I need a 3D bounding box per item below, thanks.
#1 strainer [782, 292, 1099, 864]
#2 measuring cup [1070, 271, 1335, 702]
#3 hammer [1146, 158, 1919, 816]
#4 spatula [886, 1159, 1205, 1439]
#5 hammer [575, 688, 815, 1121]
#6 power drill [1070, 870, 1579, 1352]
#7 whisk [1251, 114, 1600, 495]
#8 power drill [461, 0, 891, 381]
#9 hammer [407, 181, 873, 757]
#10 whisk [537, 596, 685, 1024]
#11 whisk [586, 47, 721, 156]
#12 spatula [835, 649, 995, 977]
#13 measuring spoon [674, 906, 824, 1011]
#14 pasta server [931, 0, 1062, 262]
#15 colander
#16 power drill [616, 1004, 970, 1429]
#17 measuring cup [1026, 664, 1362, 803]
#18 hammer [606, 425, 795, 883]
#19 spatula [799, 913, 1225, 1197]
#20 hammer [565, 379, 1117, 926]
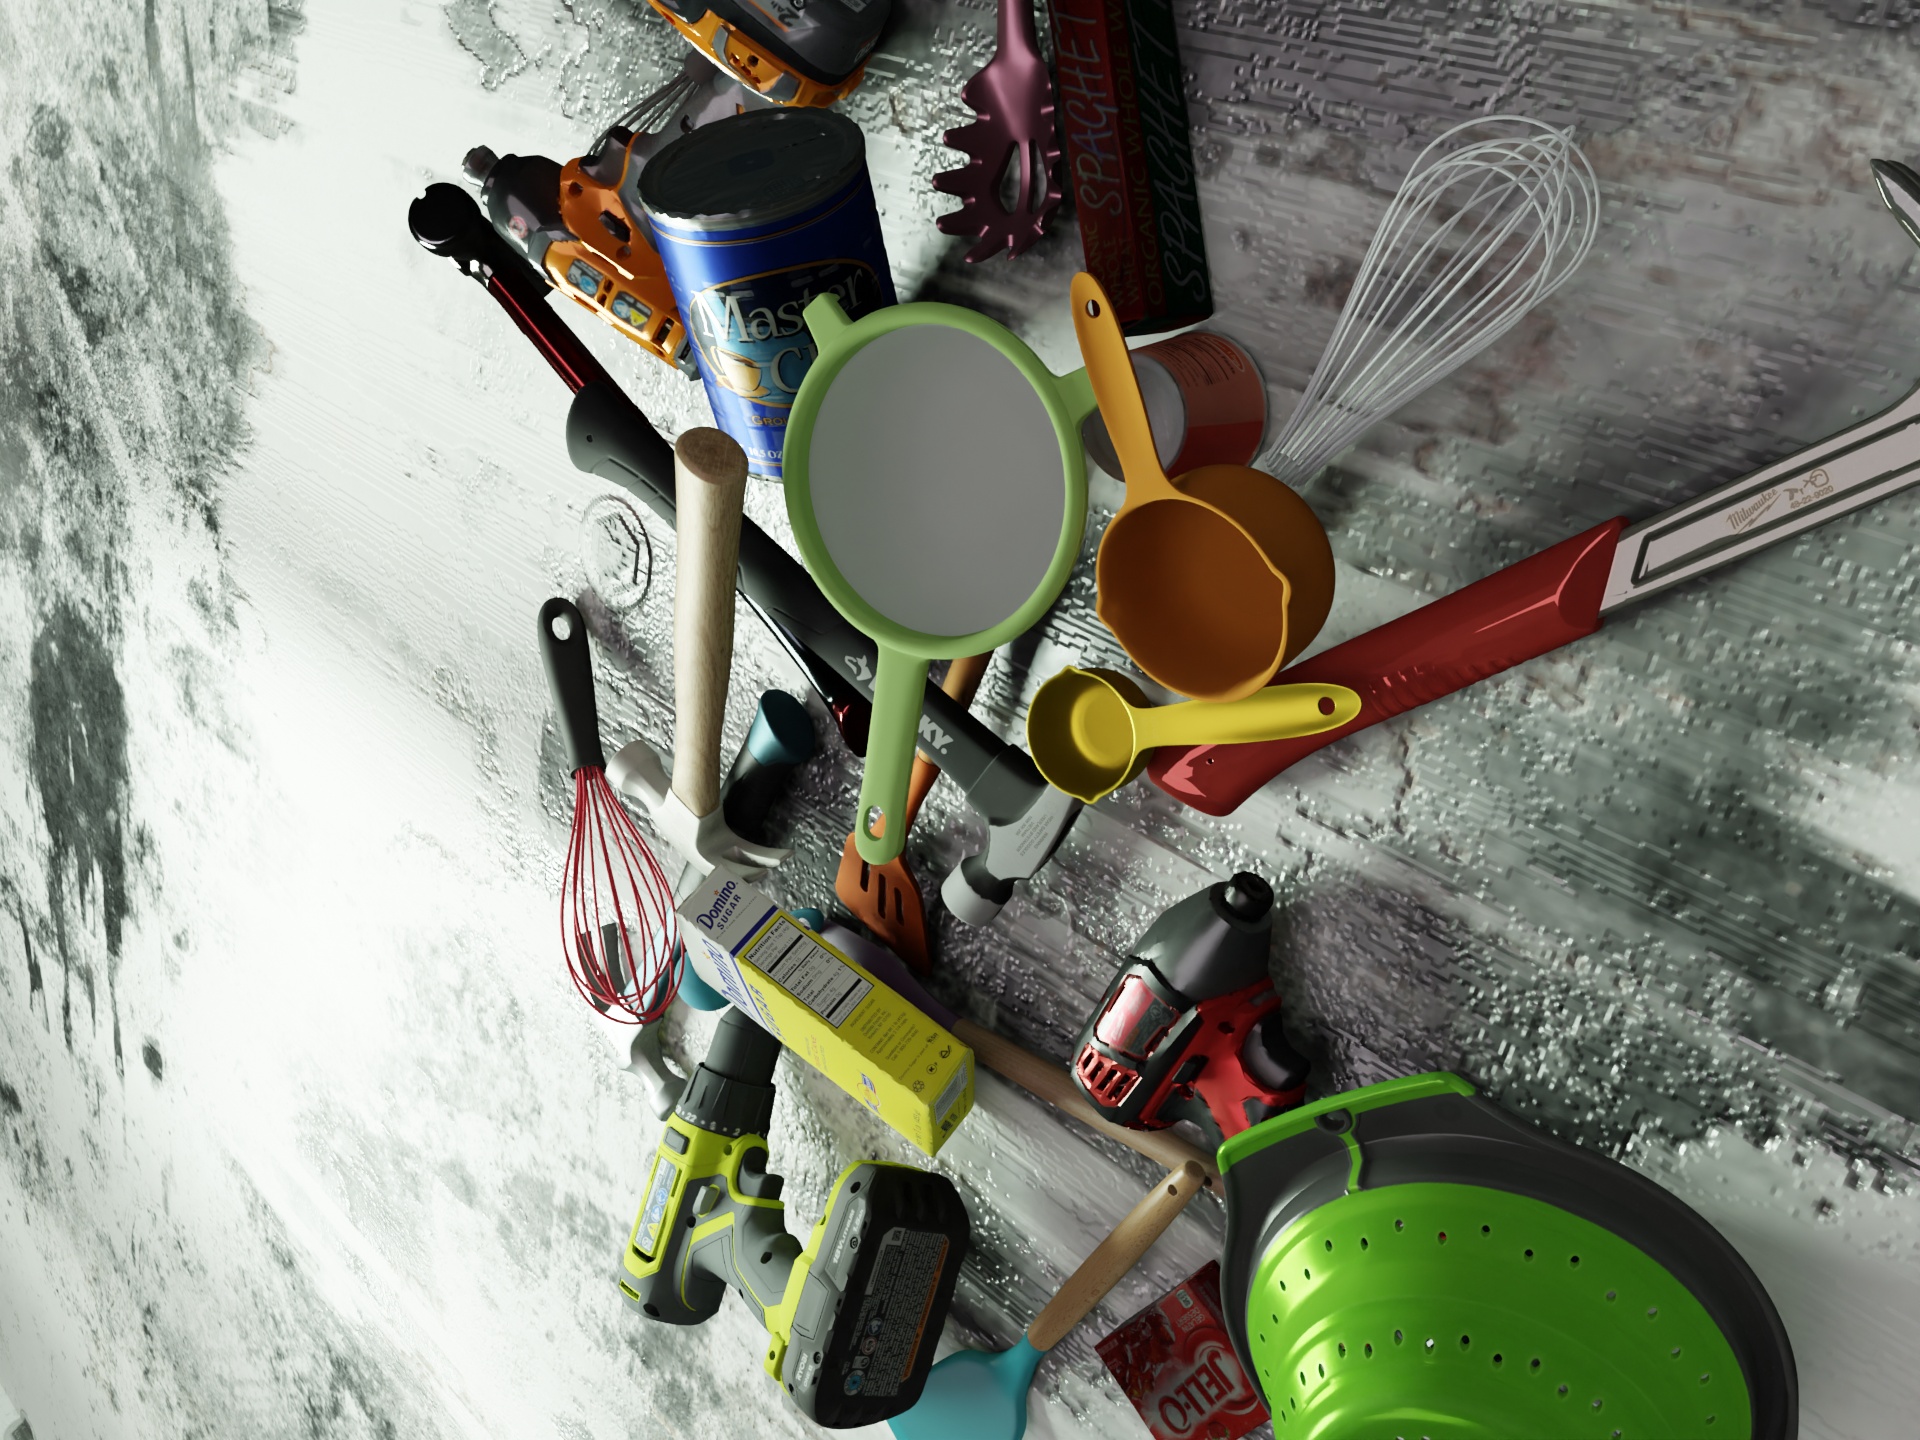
[{"bbox_3d":[-0.008,-0.058,0.716,0.151,0.069,0.256,20,114,26],"label":"strainer"},{"bbox_3d":[0.089,-0.095,0.617,0.095,0.052,0.173,-7,109,48],"label":"measuring cup"},{"bbox_3d":[0.206,-0.049,0.598,0.359,0.036,0.149,-28,82,44],"label":"hammer"},{"bbox_3d":[0.046,0.321,0.839,0.082,0.044,0.317,50,134,25],"label":"spatula"},{"bbox_3d":[-0.164,0.111,0.995,0.128,0.033,0.330,48,129,22],"label":"hammer"},{"bbox_3d":[0.150,0.175,0.689,0.220,0.078,0.143,46,128,28],"label":"power drill"},{"bbox_3d":[0.143,-0.116,0.630,0.070,0.070,0.284,55,137,17],"label":"whisk"},{"bbox_3d":[-0.151,-0.299,0.797,0.164,0.084,0.226,33,130,-8],"label":"power drill"},{"bbox_3d":[-0.160,-0.134,0.896,0.038,0.143,0.386,-41,81,3],"label":"hammer"},{"bbox_3d":[-0.227,0.049,0.987,0.073,0.073,0.296,-42,56,42],"label":"whisk"},{"bbox_3d":[-0.137,-0.341,0.836,0.239,0.055,0.055,-40,74,38],"label":"whisk"},{"bbox_3d":[-0.001,-0.003,0.819,0.081,0.041,0.322,39,121,28],"label":"spatula"},{"bbox_3d":[-0.128,0.143,0.948,0.128,0.021,0.042,-32,98,34],"label":"measuring spoon"},{"bbox_3d":[0.020,-0.361,0.687,0.060,0.040,0.316,7,105,30],"label":"pasta server"},{"bbox_3d":[0.226,0.316,0.568,0.204,0.094,0.397,-30,98,34],"label":"colander"},{"bbox_3d":[-0.101,0.276,0.910,0.229,0.080,0.190,12,82,50],"label":"power drill"},{"bbox_3d":[0.100,-0.001,0.675,0.156,0.029,0.062,-7,95,35],"label":"measuring cup"},{"bbox_3d":[-0.130,-0.020,0.808,0.130,0.031,0.331,42,148,18],"label":"hammer"},{"bbox_3d":[0.018,0.179,0.852,0.316,0.018,0.059,21,119,39],"label":"spatula"},{"bbox_3d":[-0.070,-0.056,0.792,0.335,0.035,0.146,42,120,9],"label":"hammer"}]
